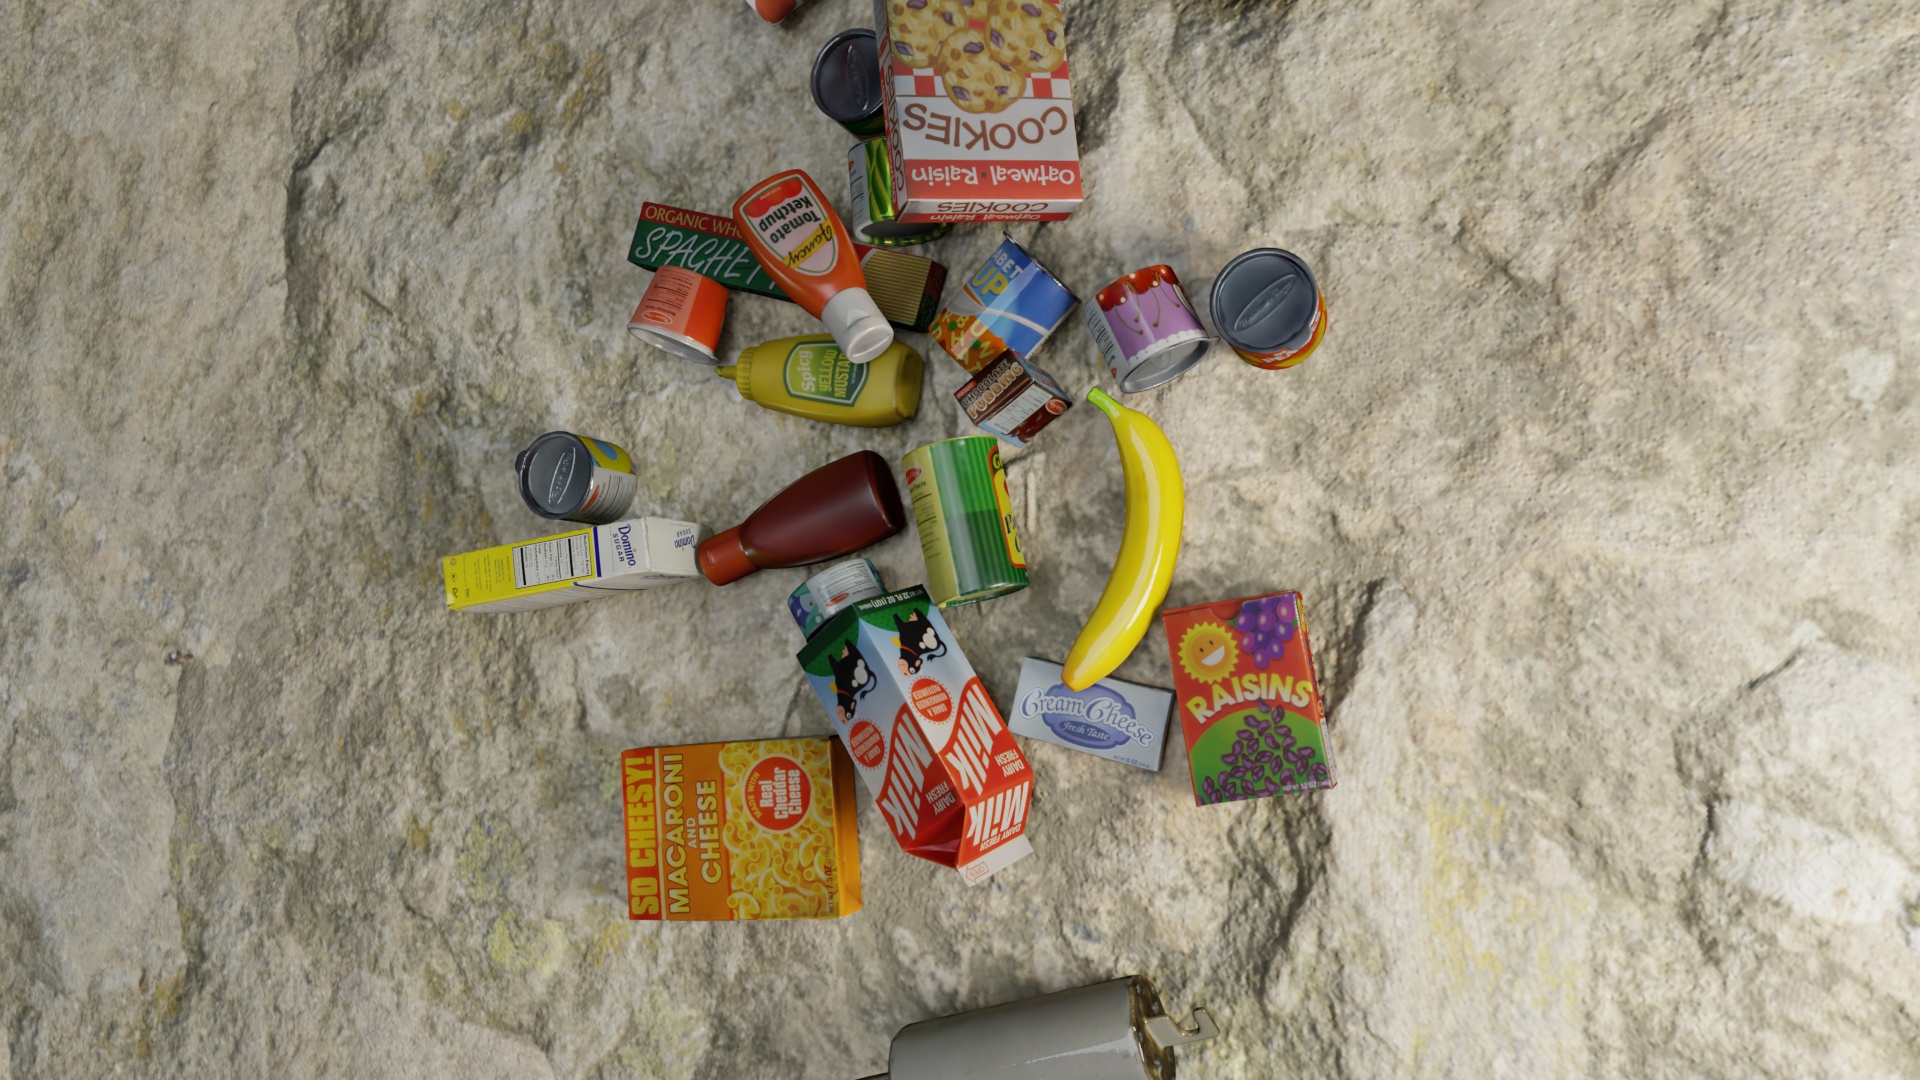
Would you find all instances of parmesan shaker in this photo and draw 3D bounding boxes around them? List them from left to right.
[{"bbox_3d":[0.003,-0.012,0.930,0.071,0.071,0.103,-16,81,19],"label":"parmesan shaker"}]

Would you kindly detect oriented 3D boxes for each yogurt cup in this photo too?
[{"bbox_3d":[-0.205,-0.167,1.022,0.072,0.072,0.054,16,83,21],"label":"yogurt cup"}]

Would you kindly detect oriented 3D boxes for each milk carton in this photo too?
[{"bbox_3d":[-0.021,0.131,0.910,0.073,0.072,0.191,-43,72,37],"label":"milk carton"}]

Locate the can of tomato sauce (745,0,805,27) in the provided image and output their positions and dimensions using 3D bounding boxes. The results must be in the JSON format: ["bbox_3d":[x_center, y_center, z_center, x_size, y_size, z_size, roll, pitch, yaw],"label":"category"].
[{"bbox_3d":[-0.127,-0.428,1.012,0.083,0.071,0.071,-37,74,14],"label":"can of tomato sauce"}]

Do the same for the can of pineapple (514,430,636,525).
[{"bbox_3d":[-0.288,-0.047,1.044,0.071,0.058,0.071,-2,84,20],"label":"can of pineapple"}]

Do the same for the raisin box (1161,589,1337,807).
[{"bbox_3d":[0.180,0.098,0.866,0.086,0.040,0.123,-12,81,20],"label":"raisin box"}]

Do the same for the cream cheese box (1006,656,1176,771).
[{"bbox_3d":[0.086,0.112,0.908,0.104,0.024,0.053,12,88,21],"label":"cream cheese box"}]

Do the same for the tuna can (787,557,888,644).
[{"bbox_3d":[-0.084,0.043,0.957,0.071,0.071,0.033,-34,74,15],"label":"tuna can"}]

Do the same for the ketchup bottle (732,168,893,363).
[{"bbox_3d":[-0.097,-0.186,0.954,0.065,0.043,0.149,-31,67,-6],"label":"ketchup bottle"}]

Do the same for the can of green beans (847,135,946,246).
[{"bbox_3d":[-0.044,-0.242,0.966,0.071,0.071,0.058,-7,84,20],"label":"can of green beans"}]

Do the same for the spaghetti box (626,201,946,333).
[{"bbox_3d":[-0.132,-0.201,1.015,0.250,0.028,0.050,16,90,21],"label":"spaghetti box"}]

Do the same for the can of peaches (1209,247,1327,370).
[{"bbox_3d":[0.196,-0.142,0.871,0.071,0.058,0.071,-2,85,20],"label":"can of peaches"}]

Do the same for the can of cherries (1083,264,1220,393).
[{"bbox_3d":[0.123,-0.137,0.895,0.071,0.071,0.058,-29,75,16],"label":"can of cherries"}]

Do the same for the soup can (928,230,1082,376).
[{"bbox_3d":[0.027,-0.153,0.929,0.083,0.071,0.071,-47,72,11],"label":"soup can"}]

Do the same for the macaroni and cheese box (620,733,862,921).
[{"bbox_3d":[-0.156,0.204,0.982,0.166,0.040,0.124,-6,83,19],"label":"macaroni and cheese box"}]

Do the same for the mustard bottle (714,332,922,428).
[{"bbox_3d":[-0.108,-0.116,0.987,0.160,0.049,0.065,5,82,21],"label":"mustard bottle"}]

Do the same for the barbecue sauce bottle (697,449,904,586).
[{"bbox_3d":[-0.116,-0.009,0.984,0.148,0.043,0.065,-22,78,18],"label":"barbecue sauce bottle"}]

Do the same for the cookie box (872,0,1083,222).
[{"bbox_3d":[0.011,-0.299,0.933,0.123,0.040,0.167,-4,82,-16],"label":"cookie box"}]

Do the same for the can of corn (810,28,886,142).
[{"bbox_3d":[-0.062,-0.320,0.984,0.071,0.058,0.071,-2,85,21],"label":"can of corn"}]

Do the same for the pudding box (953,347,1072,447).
[{"bbox_3d":[0.036,-0.092,0.914,0.049,0.084,0.030,-40,71,14],"label":"pudding box"}]
